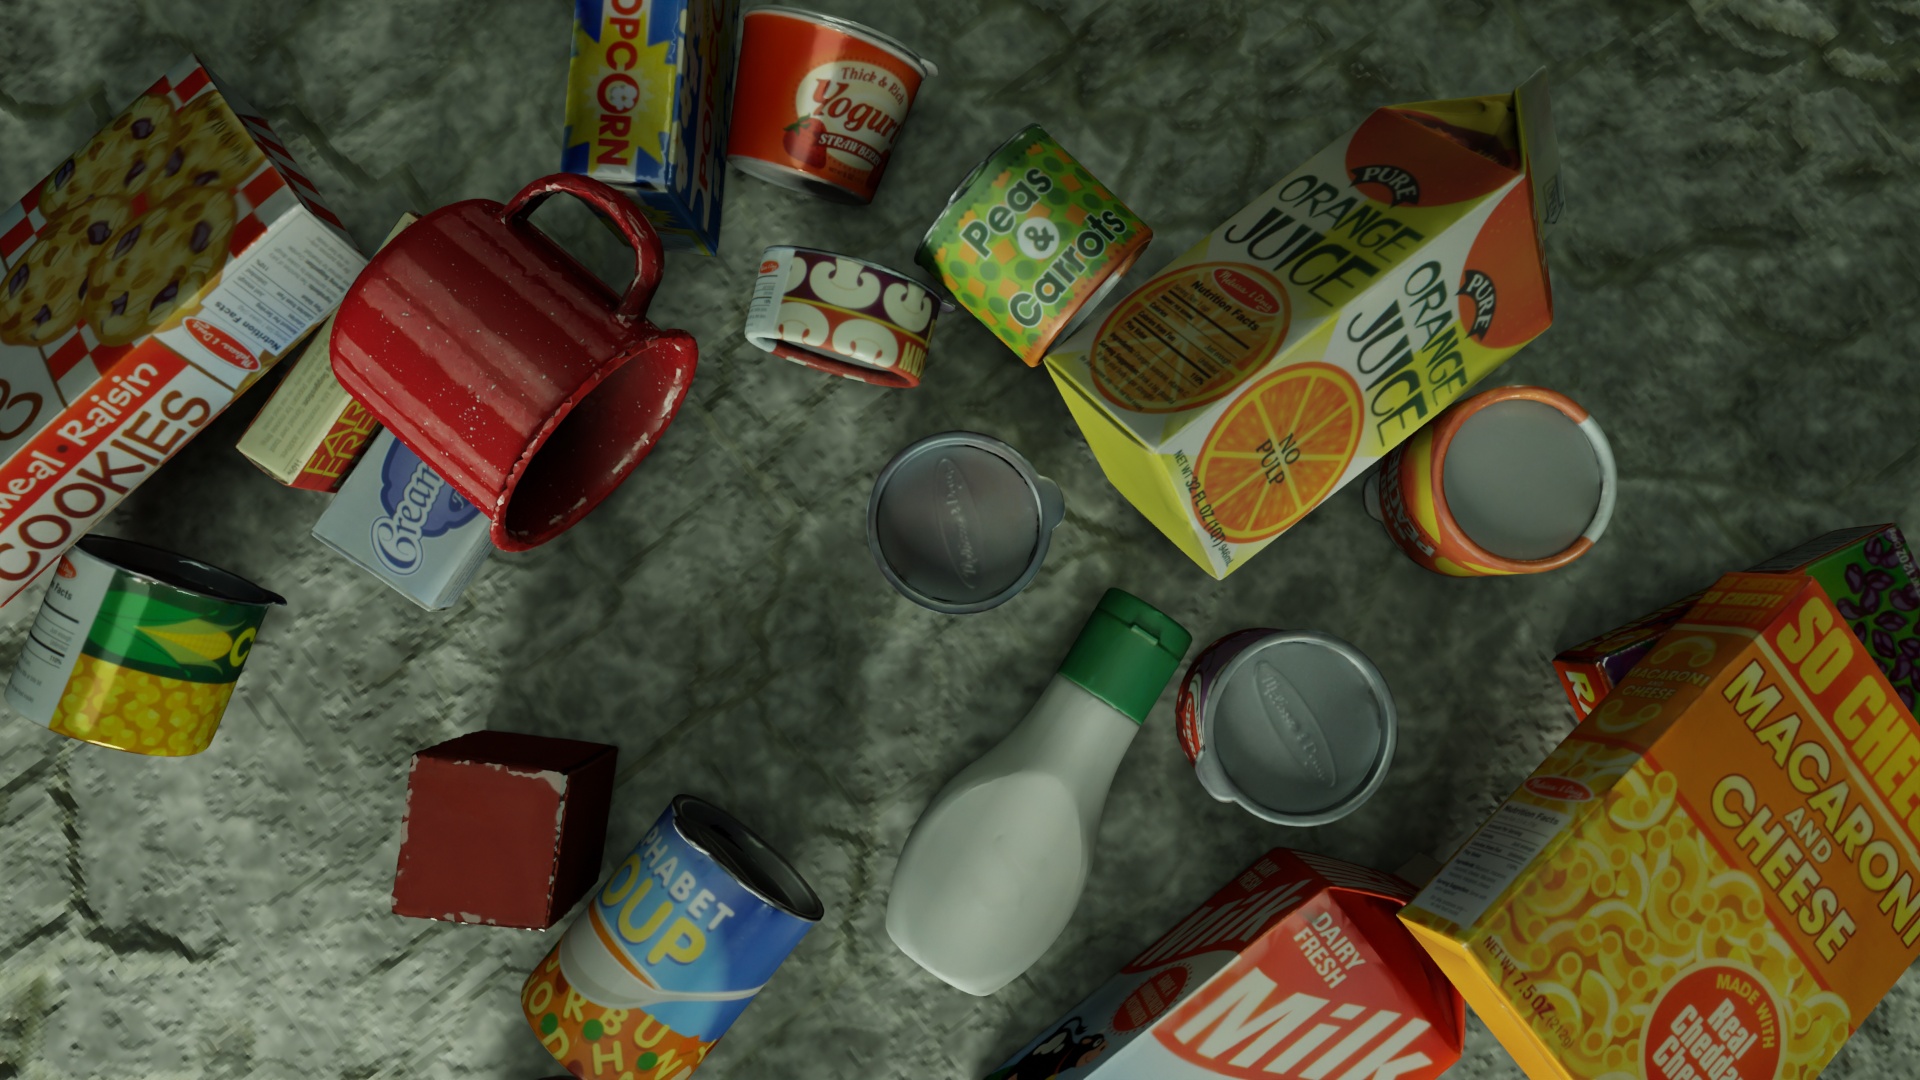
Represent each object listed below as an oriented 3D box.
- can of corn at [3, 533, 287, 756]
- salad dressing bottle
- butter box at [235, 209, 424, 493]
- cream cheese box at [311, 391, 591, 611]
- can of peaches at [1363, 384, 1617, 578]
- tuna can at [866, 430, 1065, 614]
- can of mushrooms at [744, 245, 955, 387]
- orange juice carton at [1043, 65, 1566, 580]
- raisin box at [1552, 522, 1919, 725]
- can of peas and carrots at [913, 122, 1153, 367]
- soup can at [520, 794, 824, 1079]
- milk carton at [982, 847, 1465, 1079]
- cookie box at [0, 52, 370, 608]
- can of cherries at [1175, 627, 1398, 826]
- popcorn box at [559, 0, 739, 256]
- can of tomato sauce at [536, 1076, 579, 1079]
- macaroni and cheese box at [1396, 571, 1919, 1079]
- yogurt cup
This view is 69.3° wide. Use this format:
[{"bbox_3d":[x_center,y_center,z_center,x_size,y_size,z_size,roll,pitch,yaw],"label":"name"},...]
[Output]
[{"bbox_3d":[-0.282,0.037,0.483,0.071,0.071,0.058,22,87,0],"label":"can of corn"},{"bbox_3d":[0.031,0.088,0.498,0.064,0.044,0.148,33,85,3],"label":"salad dressing bottle"},{"bbox_3d":[-0.210,-0.066,0.497,0.024,0.053,0.103,34,87,-2],"label":"butter box"},{"bbox_3d":[-0.183,-0.030,0.509,0.053,0.024,0.104,34,86,1],"label":"cream cheese box"},{"bbox_3d":[0.190,-0.020,0.501,0.071,0.058,0.071,0,87,-2],"label":"can of peaches"},{"bbox_3d":[0.002,-0.006,0.508,0.071,0.033,0.071,0,87,-1],"label":"tuna can"},{"bbox_3d":[-0.040,-0.078,0.495,0.071,0.071,0.033,15,88,0],"label":"can of mushrooms"},{"bbox_3d":[0.134,-0.082,0.483,0.193,0.071,0.073,-37,44,-3],"label":"orange juice carton"},{"bbox_3d":[0.296,0.057,0.508,0.123,0.040,0.086,-23,88,-2],"label":"raisin box"},{"bbox_3d":[0.027,-0.105,0.496,0.059,0.071,0.071,43,87,1],"label":"can of peas and carrots"},{"bbox_3d":[-0.101,0.140,0.478,0.071,0.071,0.084,39,87,1],"label":"soup can"},{"bbox_3d":[0.097,0.173,0.479,0.191,0.072,0.073,-37,89,-4],"label":"milk carton"},{"bbox_3d":[-0.294,-0.075,0.474,0.167,0.040,0.123,-43,56,-3],"label":"cookie box"},{"bbox_3d":[0.111,0.065,0.494,0.071,0.058,0.071,0,88,-2],"label":"can of cherries"},{"bbox_3d":[-0.106,-0.173,0.490,0.038,0.085,0.126,4,87,0],"label":"popcorn box"},{"bbox_3d":[-0.144,0.227,0.465,0.071,0.083,0.071,0,87,-1],"label":"can of tomato sauce"},{"bbox_3d":[0.240,0.109,0.447,0.167,0.040,0.123,-41,100,-12],"label":"macaroni and cheese box"},{"bbox_3d":[-0.051,-0.155,0.502,0.072,0.072,0.054,16,95,0],"label":"yogurt cup"}]
